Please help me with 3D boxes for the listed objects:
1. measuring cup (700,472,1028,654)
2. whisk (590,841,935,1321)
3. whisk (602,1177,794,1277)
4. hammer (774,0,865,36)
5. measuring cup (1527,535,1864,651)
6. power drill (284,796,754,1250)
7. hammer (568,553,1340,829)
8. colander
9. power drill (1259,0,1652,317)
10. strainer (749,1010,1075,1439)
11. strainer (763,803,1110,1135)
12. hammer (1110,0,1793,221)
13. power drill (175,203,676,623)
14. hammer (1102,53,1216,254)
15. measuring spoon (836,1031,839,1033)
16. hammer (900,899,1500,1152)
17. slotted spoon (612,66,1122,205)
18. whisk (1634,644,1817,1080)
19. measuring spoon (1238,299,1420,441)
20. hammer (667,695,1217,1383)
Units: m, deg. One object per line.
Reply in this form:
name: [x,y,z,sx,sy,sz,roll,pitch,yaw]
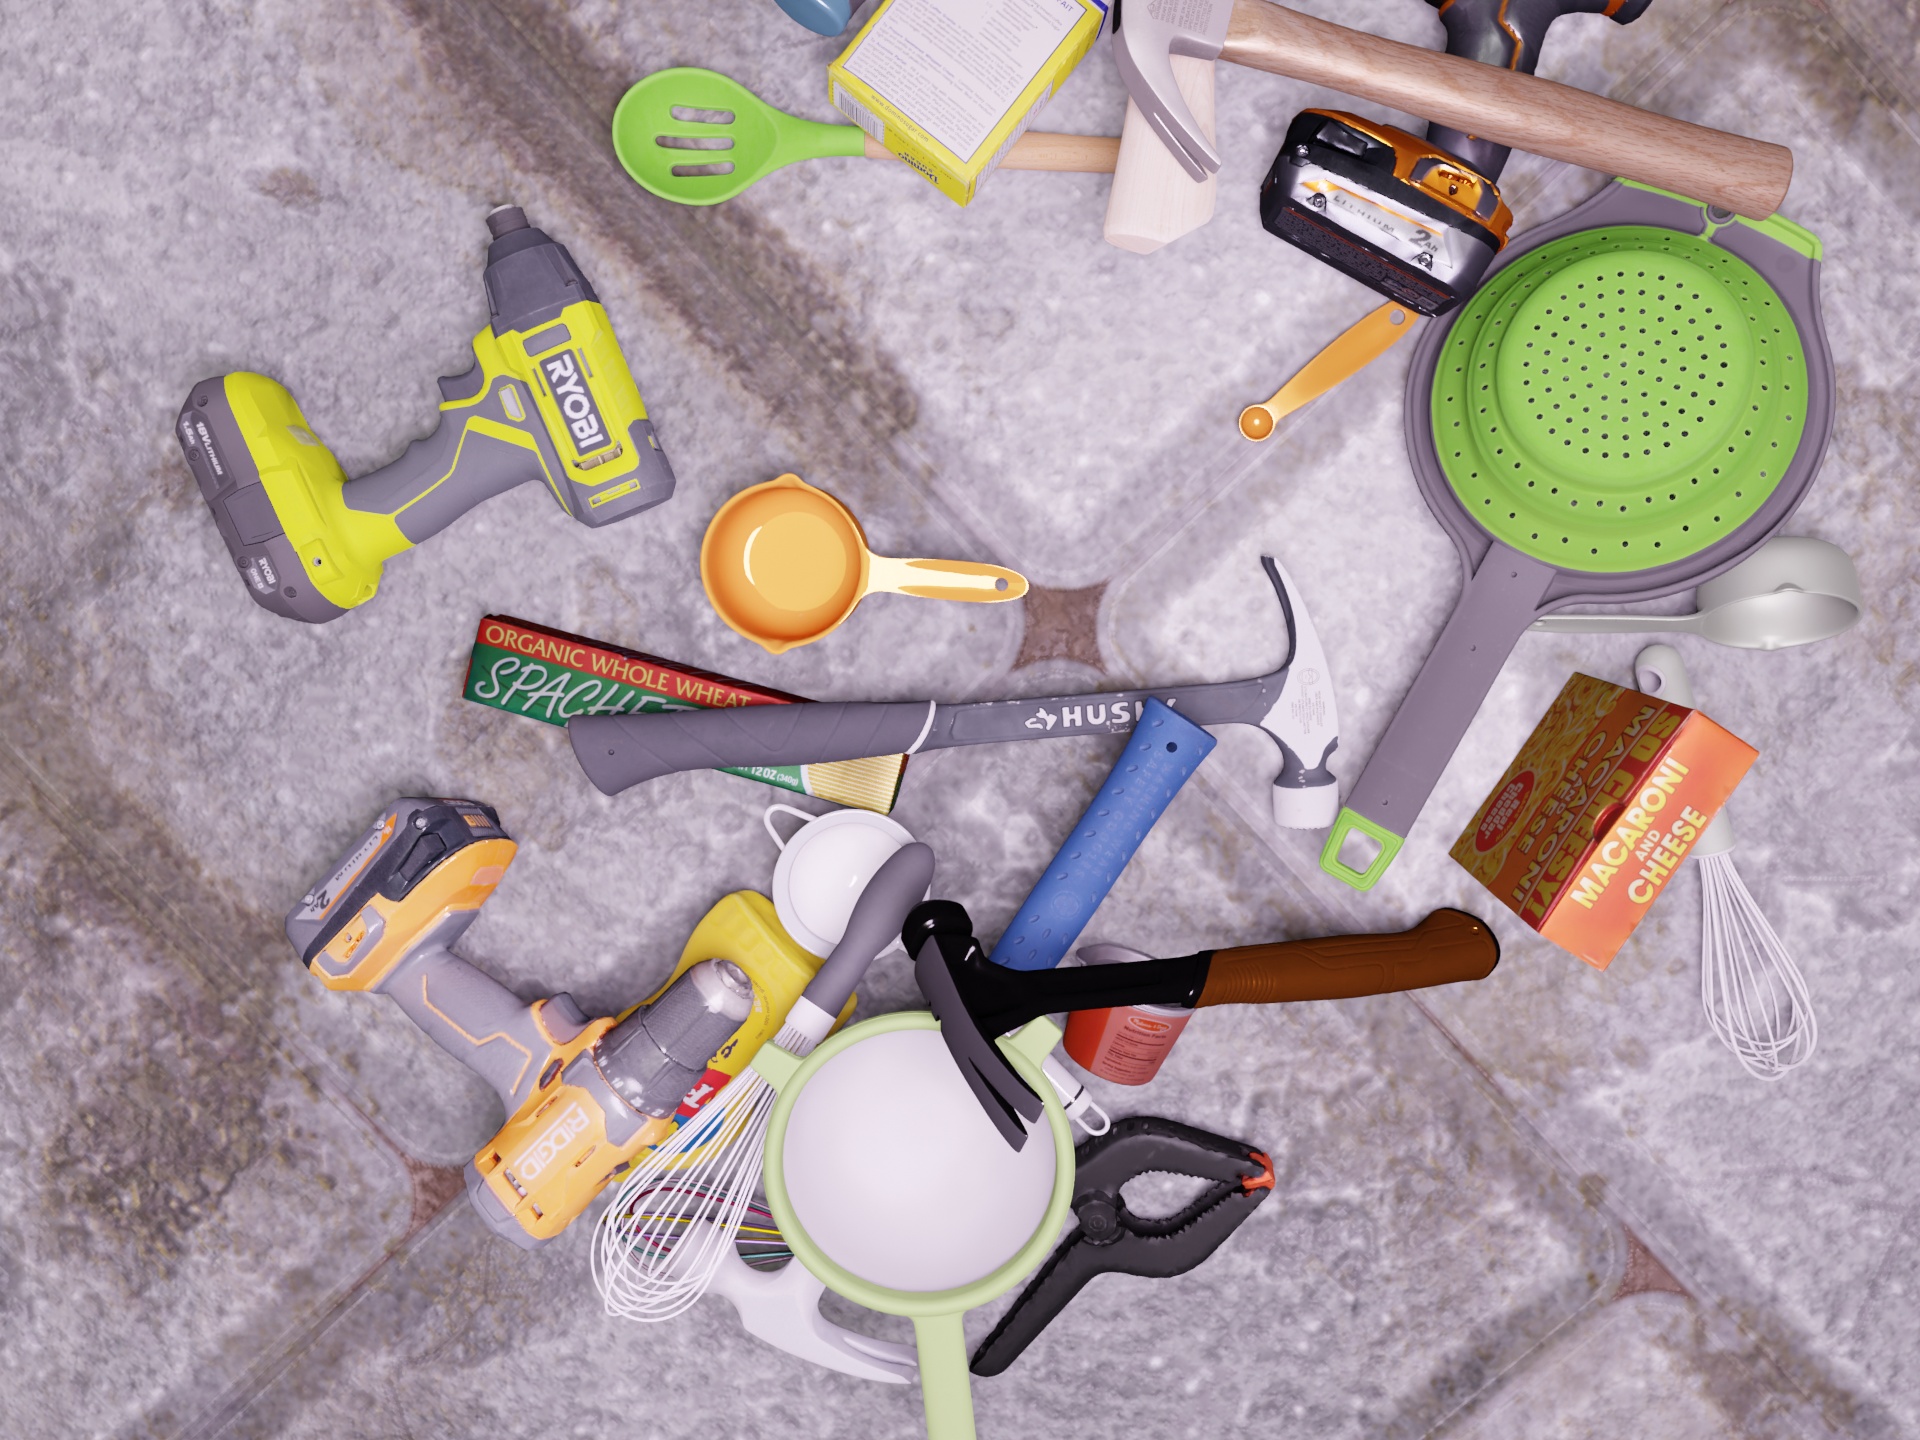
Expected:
measuring cup: [-0.050,-0.081,0.858,0.173,0.052,0.095,5,98,1]
whisk: [-0.096,0.182,0.823,0.070,0.070,0.284,34,80,-1]
whisk: [-0.086,0.294,0.904,0.245,0.051,0.047,3,122,9]
hammer: [0.050,-0.427,0.767,0.331,0.033,0.128,-37,90,-11]
measuring cup: [0.378,-0.067,0.835,0.167,0.083,0.038,0,71,21]
power drill: [-0.233,0.140,0.856,0.185,0.084,0.226,-45,77,8]
hammer: [-0.001,-0.003,0.847,0.409,0.036,0.149,-4,98,-3]
colander: [0.282,-0.090,0.784,0.204,0.094,0.397,30,98,17]
power drill: [0.240,-0.339,0.793,0.164,0.084,0.226,29,94,0]
strainer: [-0.013,0.264,0.799,0.151,0.069,0.256,-6,96,2]
strainer: [-0.012,0.138,0.880,0.258,0.050,0.087,45,93,0]
hammer: [0.229,-0.287,0.733,0.331,0.031,0.130,13,93,-8]
power drill: [-0.286,-0.159,0.851,0.223,0.080,0.171,-22,97,2]
hammer: [0.111,-0.428,0.742,0.146,0.038,0.410,10,92,-13]
measuring spoon: [-0.067,0.187,0.915,0.124,0.018,0.034,-5,91,11]
hammer: [0.142,0.132,0.791,0.336,0.127,0.034,-1,130,-28]
slotted spoon: [-0.024,-0.302,0.839,0.314,0.031,0.070,3,97,1]
whisk: [0.408,0.077,0.857,0.059,0.058,0.246,-19,94,-29]
measuring spoon: [0.197,-0.188,0.850,0.117,0.011,0.021,-37,95,4]
hammer: [0.010,0.170,0.840,0.144,0.035,0.405,34,97,0]
